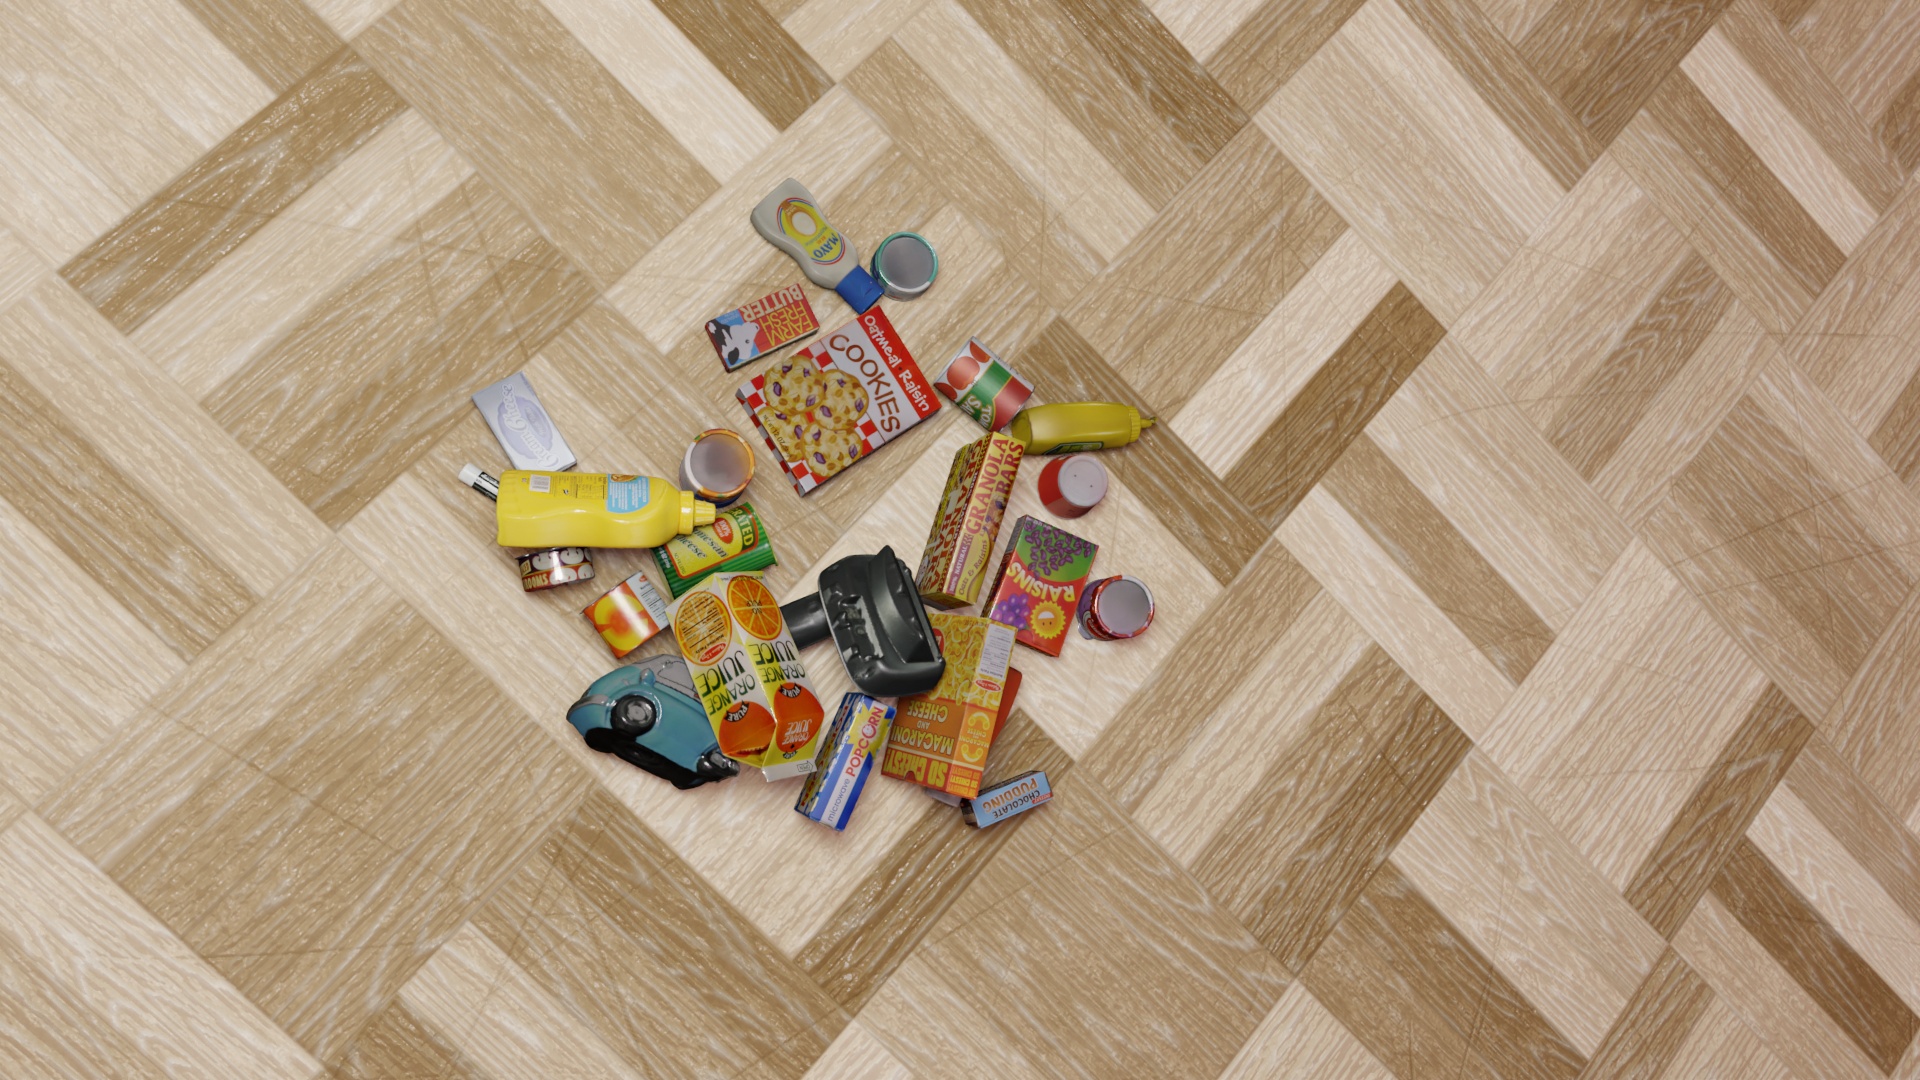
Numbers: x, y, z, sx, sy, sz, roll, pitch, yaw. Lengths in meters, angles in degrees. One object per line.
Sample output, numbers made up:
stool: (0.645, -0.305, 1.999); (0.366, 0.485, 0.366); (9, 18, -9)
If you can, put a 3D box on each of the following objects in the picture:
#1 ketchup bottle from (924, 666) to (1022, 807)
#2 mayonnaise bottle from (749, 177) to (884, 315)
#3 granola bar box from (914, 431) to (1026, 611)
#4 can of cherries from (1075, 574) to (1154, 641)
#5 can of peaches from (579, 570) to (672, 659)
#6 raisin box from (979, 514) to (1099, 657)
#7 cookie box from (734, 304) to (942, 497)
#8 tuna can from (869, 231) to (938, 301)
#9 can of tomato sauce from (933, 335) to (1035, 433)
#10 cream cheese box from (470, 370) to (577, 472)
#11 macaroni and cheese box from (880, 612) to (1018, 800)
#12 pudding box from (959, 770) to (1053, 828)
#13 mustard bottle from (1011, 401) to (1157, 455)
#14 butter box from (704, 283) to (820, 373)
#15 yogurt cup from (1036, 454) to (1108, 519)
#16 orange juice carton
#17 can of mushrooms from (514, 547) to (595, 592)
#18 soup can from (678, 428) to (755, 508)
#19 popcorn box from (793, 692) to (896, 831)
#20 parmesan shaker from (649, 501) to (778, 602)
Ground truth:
ketchup bottle: (0.008, 0.189, 1.381); (0.065, 0.043, 0.149); (25, 78, -16)
mayonnaise bottle: (-0.140, -0.292, 1.398); (0.148, 0.041, 0.065); (45, 73, -6)
granola bar box: (0.005, -0.017, 1.362); (0.039, 0.124, 0.166); (20, 79, -14)
can of cherries: (0.158, 0.072, 1.427); (0.071, 0.058, 0.071); (2, 83, -15)
can of peaches: (-0.311, 0.071, 1.299); (0.071, 0.071, 0.058); (-37, 94, -16)
raisin box: (0.080, 0.047, 1.419); (0.086, 0.040, 0.123); (24, 79, -12)
cookie box: (-0.120, -0.140, 1.386); (0.168, 0.040, 0.123); (-33, 93, -16)
tuna can: (-0.058, -0.284, 1.424); (0.071, 0.033, 0.071); (2, 84, -15)
can of tomato sauce: (0.023, -0.156, 1.413); (0.083, 0.071, 0.071); (39, 76, -7)
cream cheese box: (-0.411, -0.104, 1.313); (0.053, 0.024, 0.103); (-32, 92, -16)
macaroni and cheese box: (-0.013, 0.156, 1.336); (0.040, 0.123, 0.166); (21, 78, -31)
pudding box: (0.045, 0.257, 1.380); (0.084, 0.049, 0.030); (-19, 88, -16)
mustard bottle: (0.135, -0.118, 1.441); (0.160, 0.065, 0.049); (-6, 81, -19)
butter box: (-0.197, -0.212, 1.383); (0.104, 0.024, 0.053); (-27, 92, -16)
yogurt cup: (0.118, -0.058, 1.434); (0.072, 0.054, 0.072); (1, 84, -14)
orange juice carton: (-0.191, 0.129, 1.273); (0.073, 0.072, 0.193); (-33, 74, 27)
can of mushrooms: (-0.375, 0.026, 1.284); (0.071, 0.071, 0.033); (-12, 89, -16)
soup can: (-0.230, -0.068, 1.326); (0.071, 0.083, 0.071); (2, 83, -15)
popcorn box: (-0.111, 0.210, 1.325); (0.038, 0.085, 0.127); (27, 77, -12)
parmesan shaker: (-0.235, 0.015, 1.322); (0.103, 0.071, 0.071); (-25, 91, -16)
